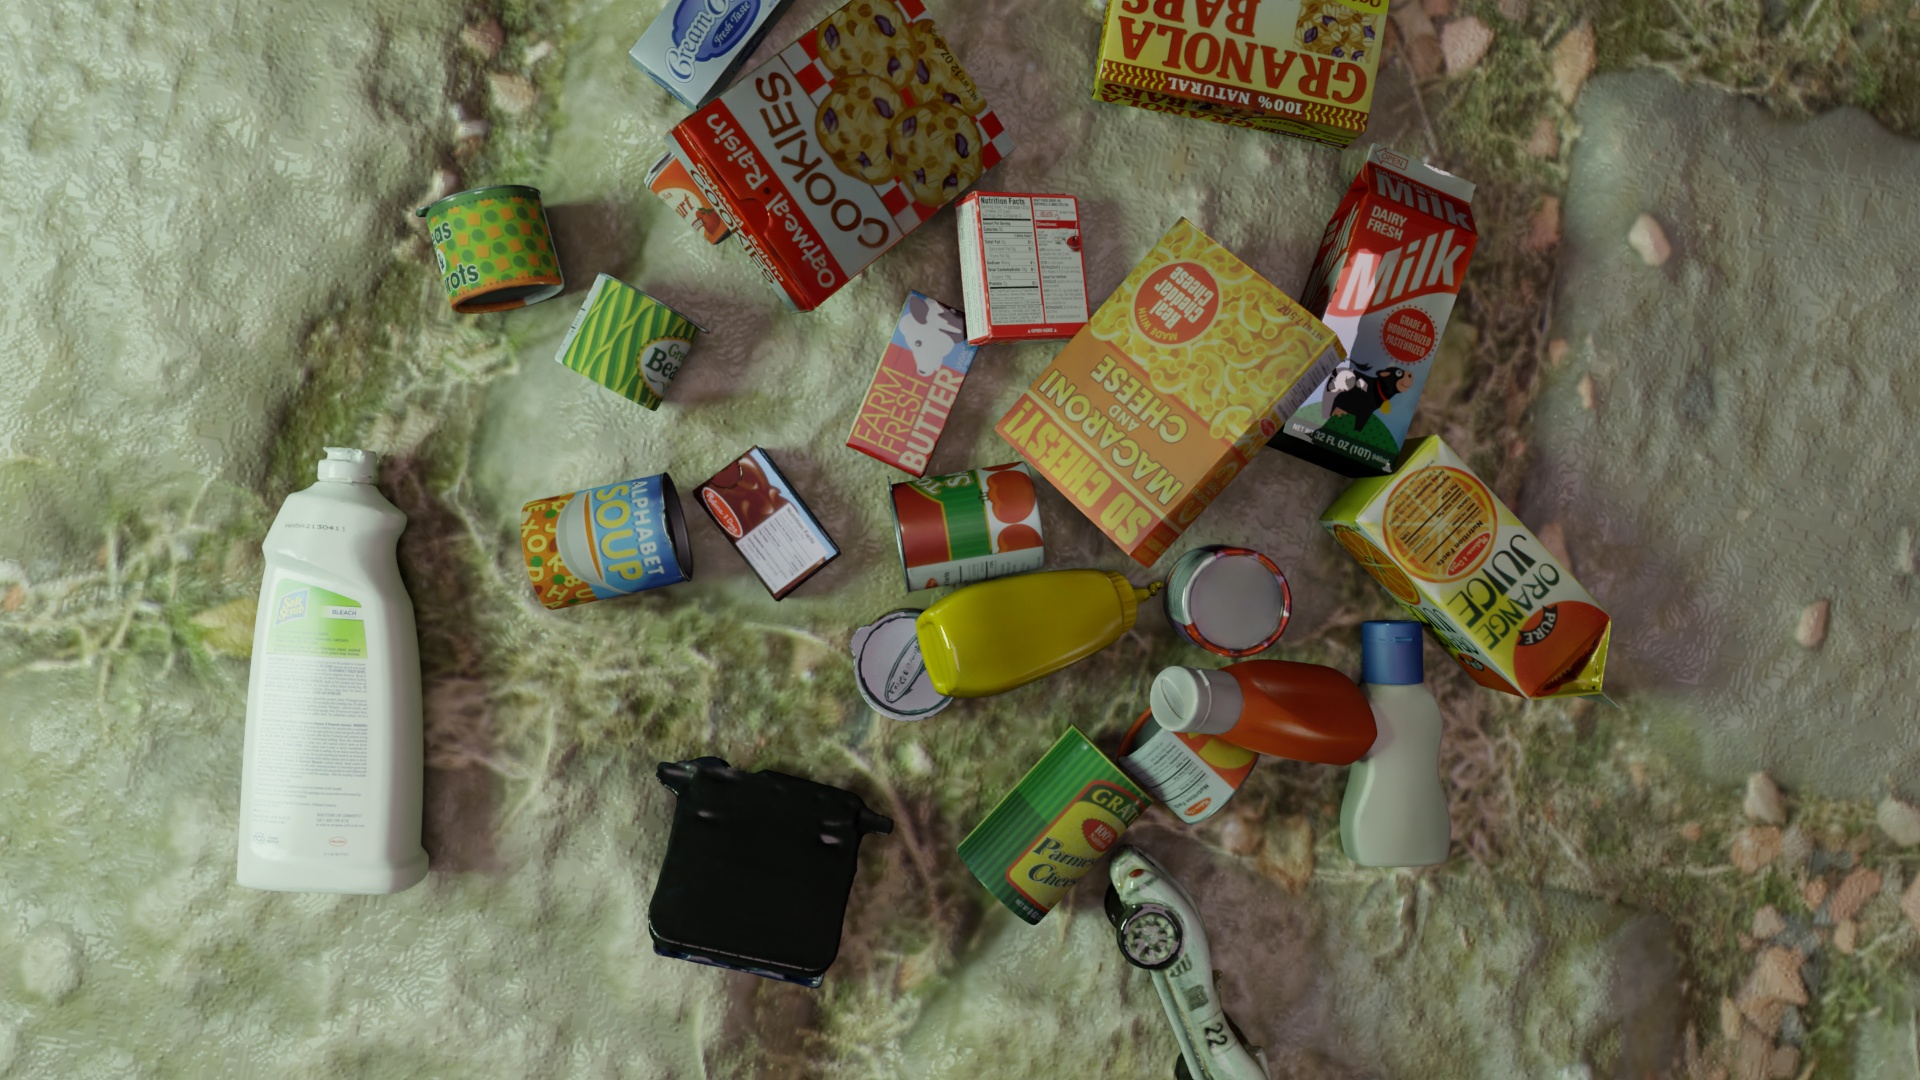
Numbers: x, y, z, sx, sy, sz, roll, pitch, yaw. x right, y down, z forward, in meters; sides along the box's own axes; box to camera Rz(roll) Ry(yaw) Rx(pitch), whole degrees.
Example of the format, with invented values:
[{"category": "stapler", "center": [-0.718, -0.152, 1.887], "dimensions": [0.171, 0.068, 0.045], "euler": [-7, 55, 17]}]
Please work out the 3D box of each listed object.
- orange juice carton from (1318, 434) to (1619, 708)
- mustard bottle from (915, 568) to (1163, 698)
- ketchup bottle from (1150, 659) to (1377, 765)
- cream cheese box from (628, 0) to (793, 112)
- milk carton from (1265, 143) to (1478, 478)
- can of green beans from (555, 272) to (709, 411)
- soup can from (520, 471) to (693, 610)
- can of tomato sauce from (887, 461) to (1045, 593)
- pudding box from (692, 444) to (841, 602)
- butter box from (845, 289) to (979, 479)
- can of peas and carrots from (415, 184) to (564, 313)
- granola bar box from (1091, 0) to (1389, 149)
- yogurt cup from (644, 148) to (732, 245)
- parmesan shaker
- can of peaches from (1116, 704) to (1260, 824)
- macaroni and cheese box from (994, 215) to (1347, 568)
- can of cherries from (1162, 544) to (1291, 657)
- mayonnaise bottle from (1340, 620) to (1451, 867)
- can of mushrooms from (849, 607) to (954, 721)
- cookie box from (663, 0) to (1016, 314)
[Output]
[{"category": "orange juice carton", "center": [0.317, 0.030, 0.842], "dimensions": [0.073, 0.072, 0.192], "euler": [-45, 93, -2]}, {"category": "mustard bottle", "center": [0.054, 0.048, 0.824], "dimensions": [0.161, 0.048, 0.065], "euler": [-13, 83, -26]}, {"category": "ketchup bottle", "center": [0.175, 0.096, 0.805], "dimensions": [0.149, 0.065, 0.043], "euler": [10, 127, -37]}, {"category": "cream cheese box", "center": [-0.146, -0.313, 0.835], "dimensions": [0.053, 0.024, 0.104], "euler": [37, 88, -2]}, {"category": "milk carton", "center": [0.247, -0.139, 0.836], "dimensions": [0.072, 0.073, 0.190], "euler": [21, 89, -3]}, {"category": "can of green beans", "center": [-0.194, -0.115, 0.812], "dimensions": [0.071, 0.071, 0.058], "euler": [28, 89, -3]}, {"category": "soup can", "center": [-0.205, 0.000, 0.809], "dimensions": [0.084, 0.071, 0.071], "euler": [-12, 91, -3]}, {"category": "can of tomato sauce", "center": [0.003, -0.010, 0.825], "dimensions": [0.083, 0.071, 0.071], "euler": [-10, 91, -4]}, {"category": "pudding box", "center": [-0.115, -0.011, 0.835], "dimensions": [0.050, 0.030, 0.083], "euler": [-38, 92, -1]}, {"category": "butter box", "center": [-0.027, -0.094, 0.843], "dimensions": [0.053, 0.024, 0.103], "euler": [23, 88, -3]}, {"category": "can of peas and carrots", "center": [-0.272, -0.168, 0.805], "dimensions": [0.071, 0.071, 0.058], "euler": [-15, 92, -3]}, {"category": "granola bar box", "center": [0.172, -0.318, 0.848], "dimensions": [0.166, 0.039, 0.124], "euler": [10, 89, -4]}, {"category": "yogurt cup", "center": [-0.143, -0.212, 0.817], "dimensions": [0.072, 0.072, 0.054], "euler": [-42, 101, -2]}, {"category": "parmesan shaker", "center": [0.058, 0.171, 0.831], "dimensions": [0.071, 0.071, 0.103], "euler": [43, 88, -3]}, {"category": "can of peaches", "center": [0.137, 0.125, 0.836], "dimensions": [0.058, 0.071, 0.071], "euler": [42, 88, -3]}, {"category": "macaroni and cheese box", "center": [0.120, -0.086, 0.807], "dimensions": [0.166, 0.040, 0.124], "euler": [-48, 62, 7]}, {"category": "can of cherries", "center": [0.163, 0.036, 0.839], "dimensions": [0.071, 0.058, 0.071], "euler": [0, 90, -3]}, {"category": "mayonnaise bottle", "center": [0.267, 0.124, 0.855], "dimensions": [0.065, 0.041, 0.148], "euler": [0, 89, -5]}, {"category": "can of mushrooms", "center": [-0.033, 0.073, 0.839], "dimensions": [0.071, 0.033, 0.071], "euler": [0, 91, -3]}, {"category": "cookie box", "center": [-0.066, -0.228, 0.796], "dimensions": [0.168, 0.040, 0.122], "euler": [-42, 108, -19]}]
